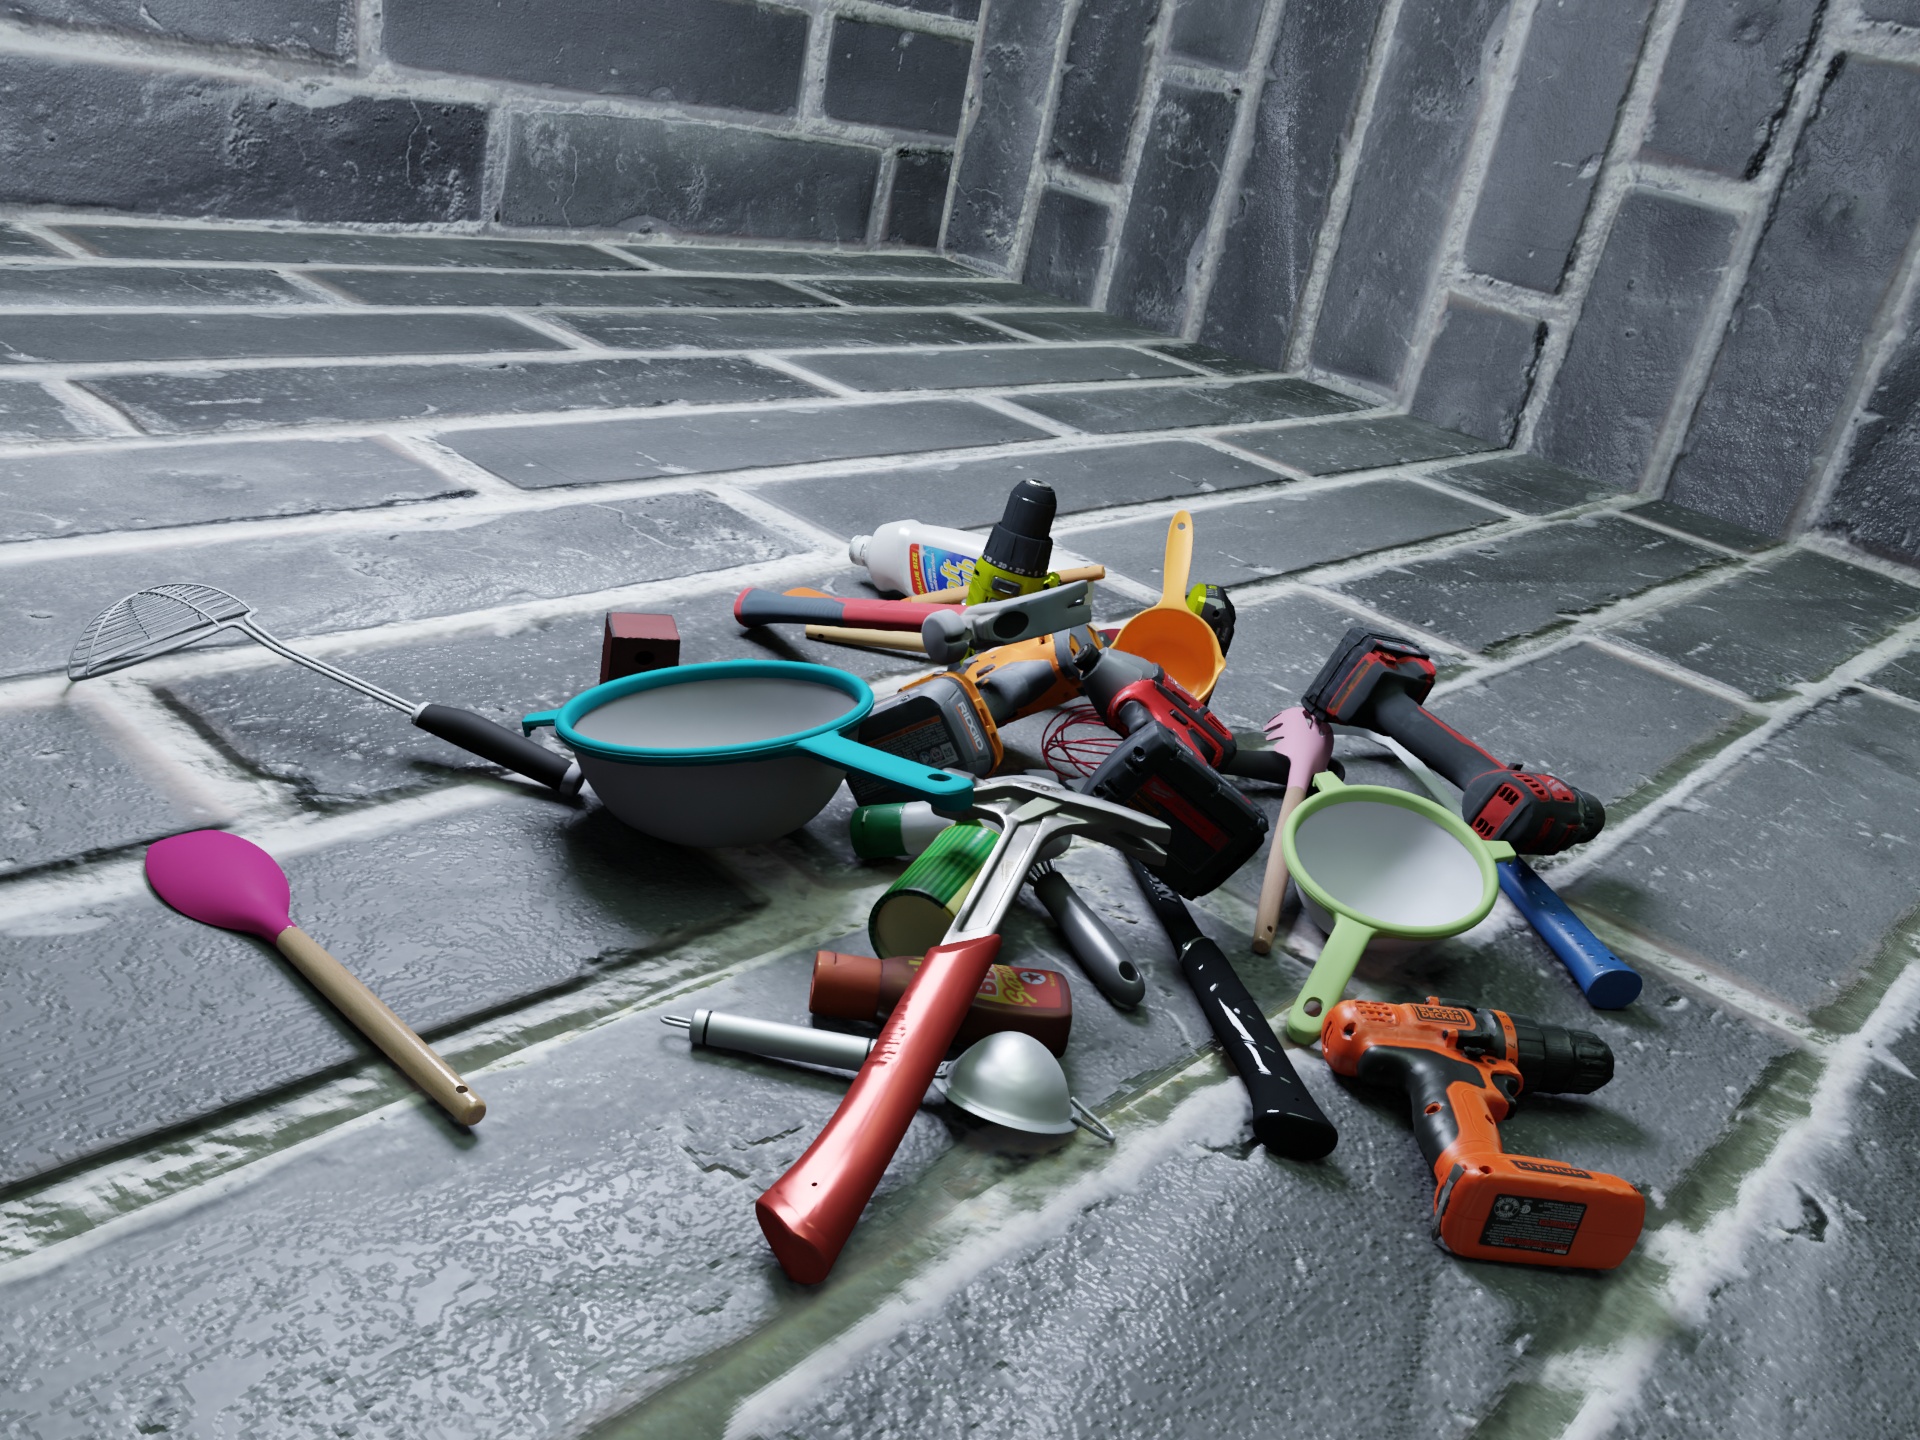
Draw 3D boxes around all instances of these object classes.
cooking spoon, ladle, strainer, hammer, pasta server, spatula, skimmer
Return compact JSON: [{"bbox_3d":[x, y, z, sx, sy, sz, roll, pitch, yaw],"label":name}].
[{"bbox_3d":[-0.352,0.130,0.866,0.319,0.017,0.068,28,29,34],"label":"cooking spoon"},{"bbox_3d":[0.016,-0.067,1.447,0.315,0.069,0.031,6,42,-1],"label":"ladle"},{"bbox_3d":[0.272,0.146,1.092,0.151,0.069,0.256,23,43,20],"label":"strainer"},{"bbox_3d":[-0.116,0.043,1.029,0.341,0.095,0.211,16,25,43],"label":"strainer"},{"bbox_3d":[-0.002,0.150,0.855,0.149,0.036,0.359,15,38,15],"label":"hammer"},{"bbox_3d":[-0.063,-0.090,1.296,0.143,0.038,0.386,-17,15,-33],"label":"hammer"},{"bbox_3d":[0.154,0.144,1.057,0.149,0.036,0.409,6,25,-16],"label":"hammer"},{"bbox_3d":[0.248,0.076,1.213,0.060,0.040,0.316,31,37,-2],"label":"pasta server"},{"bbox_3d":[-0.023,-0.119,1.465,0.322,0.041,0.081,-8,17,22],"label":"spatula"},{"bbox_3d":[0.412,0.093,1.277,0.144,0.035,0.406,14,24,-18],"label":"hammer"},{"bbox_3d":[-0.439,-0.005,1.113,0.363,0.090,0.127,24,22,1],"label":"skimmer"},{"bbox_3d":[-0.039,0.185,0.871,0.258,0.050,0.087,10,8,2],"label":"strainer"}]

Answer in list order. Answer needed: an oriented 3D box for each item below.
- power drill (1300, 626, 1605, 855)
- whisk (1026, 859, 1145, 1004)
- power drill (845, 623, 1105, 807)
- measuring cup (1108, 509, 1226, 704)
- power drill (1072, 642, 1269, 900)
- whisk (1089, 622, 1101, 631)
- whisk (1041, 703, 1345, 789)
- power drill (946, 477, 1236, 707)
[{"bbox_3d":[0.404,0.025,1.272,0.187,0.080,0.227,6,32,-49],"label":"power drill"},{"bbox_3d":[0.063,0.112,1.076,0.055,0.055,0.239,-1,31,-27],"label":"whisk"},{"bbox_3d":[-0.002,-0.004,1.211,0.164,0.084,0.226,-21,6,35],"label":"power drill"},{"bbox_3d":[0.174,-0.085,1.313,0.095,0.174,0.052,7,-15,7],"label":"measuring cup"},{"bbox_3d":[0.140,0.022,1.134,0.143,0.078,0.220,40,18,-13],"label":"power drill"},{"bbox_3d":[0.110,-0.099,1.568,0.051,0.047,0.245,-3,31,-33],"label":"whisk"},{"bbox_3d":[0.195,0.032,1.300,0.295,0.073,0.073,6,24,-25],"label":"whisk"},{"bbox_3d":[0.117,-0.092,1.377,0.228,0.190,0.080,18,19,2],"label":"power drill"}]
